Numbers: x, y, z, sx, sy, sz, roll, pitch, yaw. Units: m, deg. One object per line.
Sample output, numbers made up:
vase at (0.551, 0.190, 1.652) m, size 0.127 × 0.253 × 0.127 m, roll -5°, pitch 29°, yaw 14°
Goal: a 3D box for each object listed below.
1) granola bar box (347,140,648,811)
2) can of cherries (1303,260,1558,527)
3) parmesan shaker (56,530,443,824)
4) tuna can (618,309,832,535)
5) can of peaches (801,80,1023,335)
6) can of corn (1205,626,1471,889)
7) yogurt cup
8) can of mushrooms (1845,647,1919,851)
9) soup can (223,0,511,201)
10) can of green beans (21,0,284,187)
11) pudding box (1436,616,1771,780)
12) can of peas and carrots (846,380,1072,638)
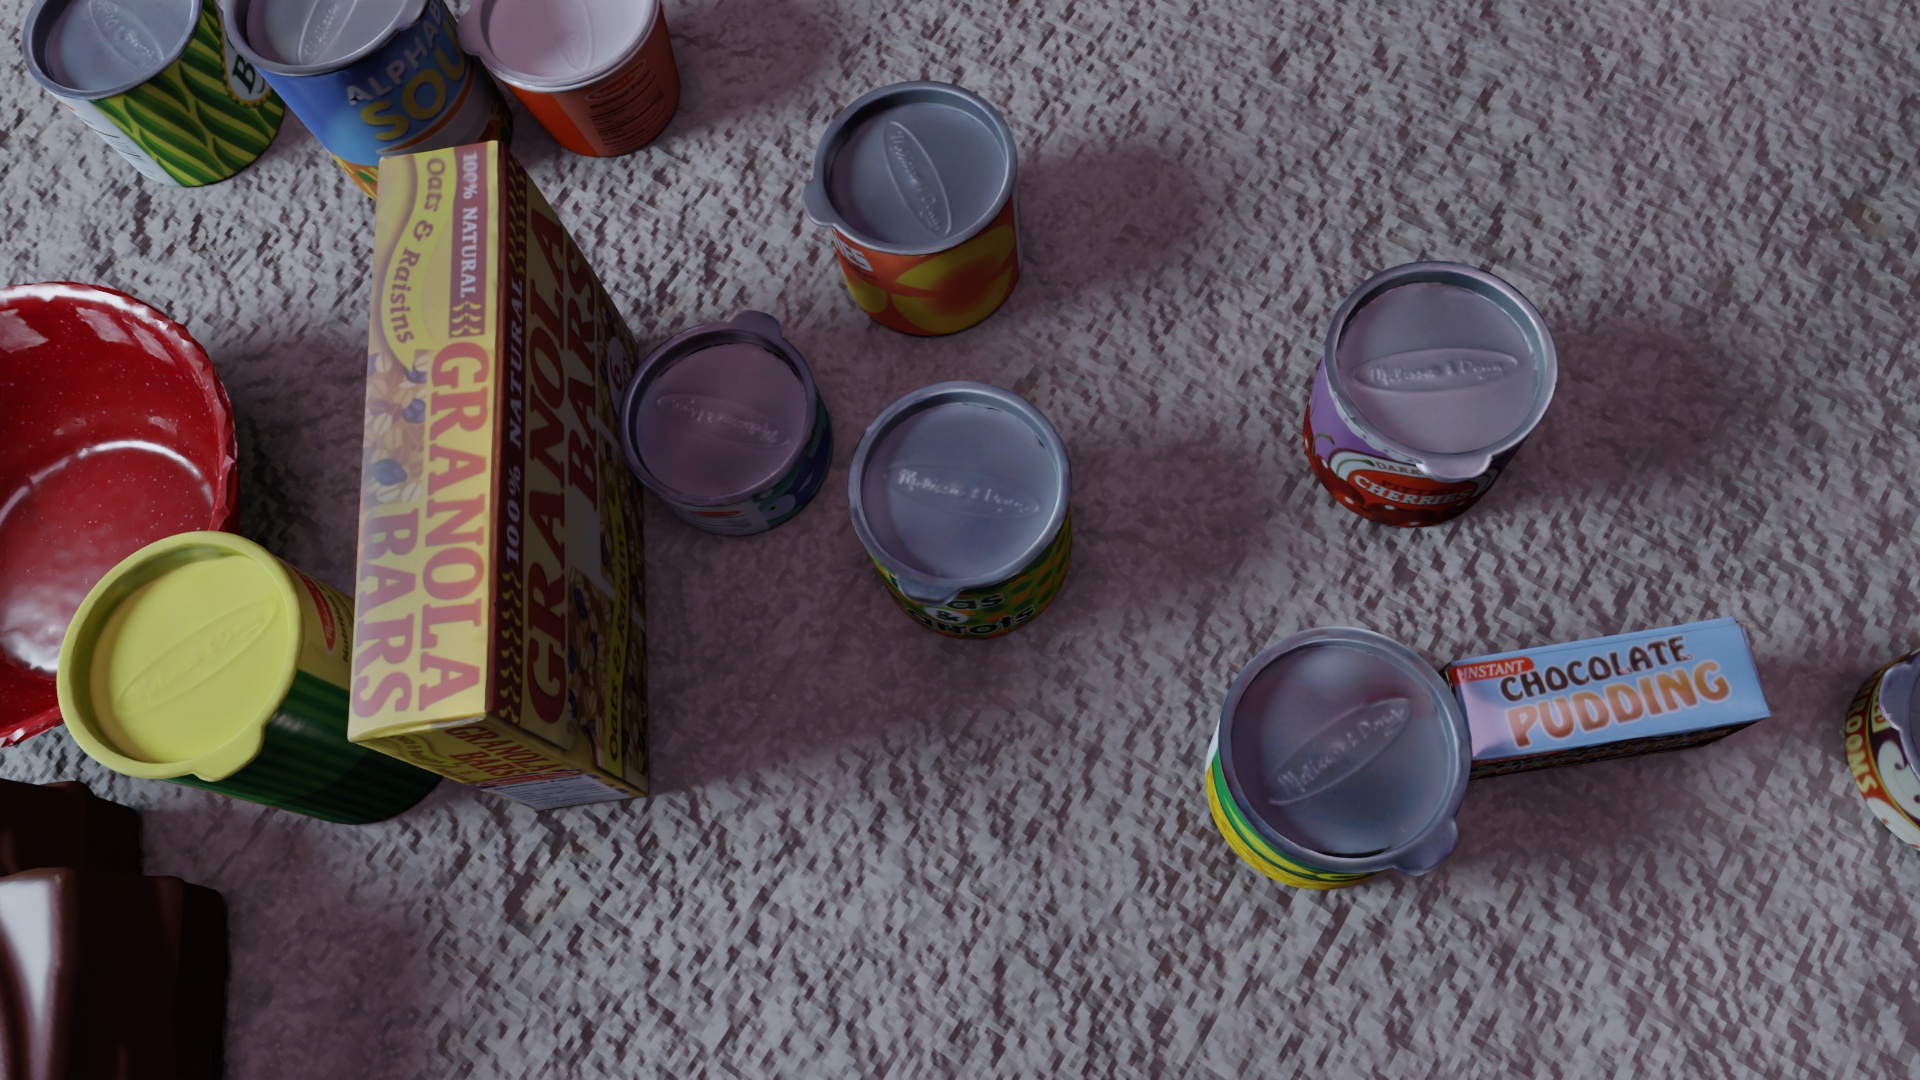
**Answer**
granola bar box at (-0.129, -0.013, 0.412) m, size 0.039 × 0.124 × 0.166 m, roll -7°, pitch 70°, yaw 3°
can of cherries at (0.142, -0.041, 0.431) m, size 0.071 × 0.058 × 0.071 m, roll -2°, pitch 70°, yaw 5°
parmesan shaker at (-0.197, 0.047, 0.408) m, size 0.071 × 0.102 × 0.071 m, roll -2°, pitch 71°, yaw 5°
tuna can at (-0.076, -0.039, 0.465) m, size 0.071 × 0.032 × 0.071 m, roll -2°, pitch 70°, yaw 5°
can of peaches at (-0.015, -0.110, 0.471) m, size 0.071 × 0.058 × 0.071 m, roll -2°, pitch 70°, yaw 5°
can of corn at (0.106, 0.066, 0.396) m, size 0.071 × 0.058 × 0.071 m, roll -2°, pitch 70°, yaw 5°
yogurt cup at (-0.137, -0.178, 0.509) m, size 0.072 × 0.053 × 0.072 m, roll -2°, pitch 70°, yaw 5°
can of mushrooms at (0.291, 0.058, 0.395) m, size 0.071 × 0.033 × 0.071 m, roll -2°, pitch 70°, yaw 5°
soup can at (-0.205, -0.167, 0.496) m, size 0.071 × 0.083 × 0.071 m, roll -2°, pitch 71°, yaw 5°
can of green beans at (-0.300, -0.176, 0.522) m, size 0.071 × 0.057 × 0.071 m, roll -2°, pitch 70°, yaw 5°
pudding box at (0.179, 0.047, 0.400) m, size 0.084 × 0.049 × 0.030 m, roll -9°, pitch 70°, yaw 2°
can of peas and carrots at (0.002, -0.005, 0.431) m, size 0.071 × 0.058 × 0.071 m, roll -2°, pitch 70°, yaw 5°
